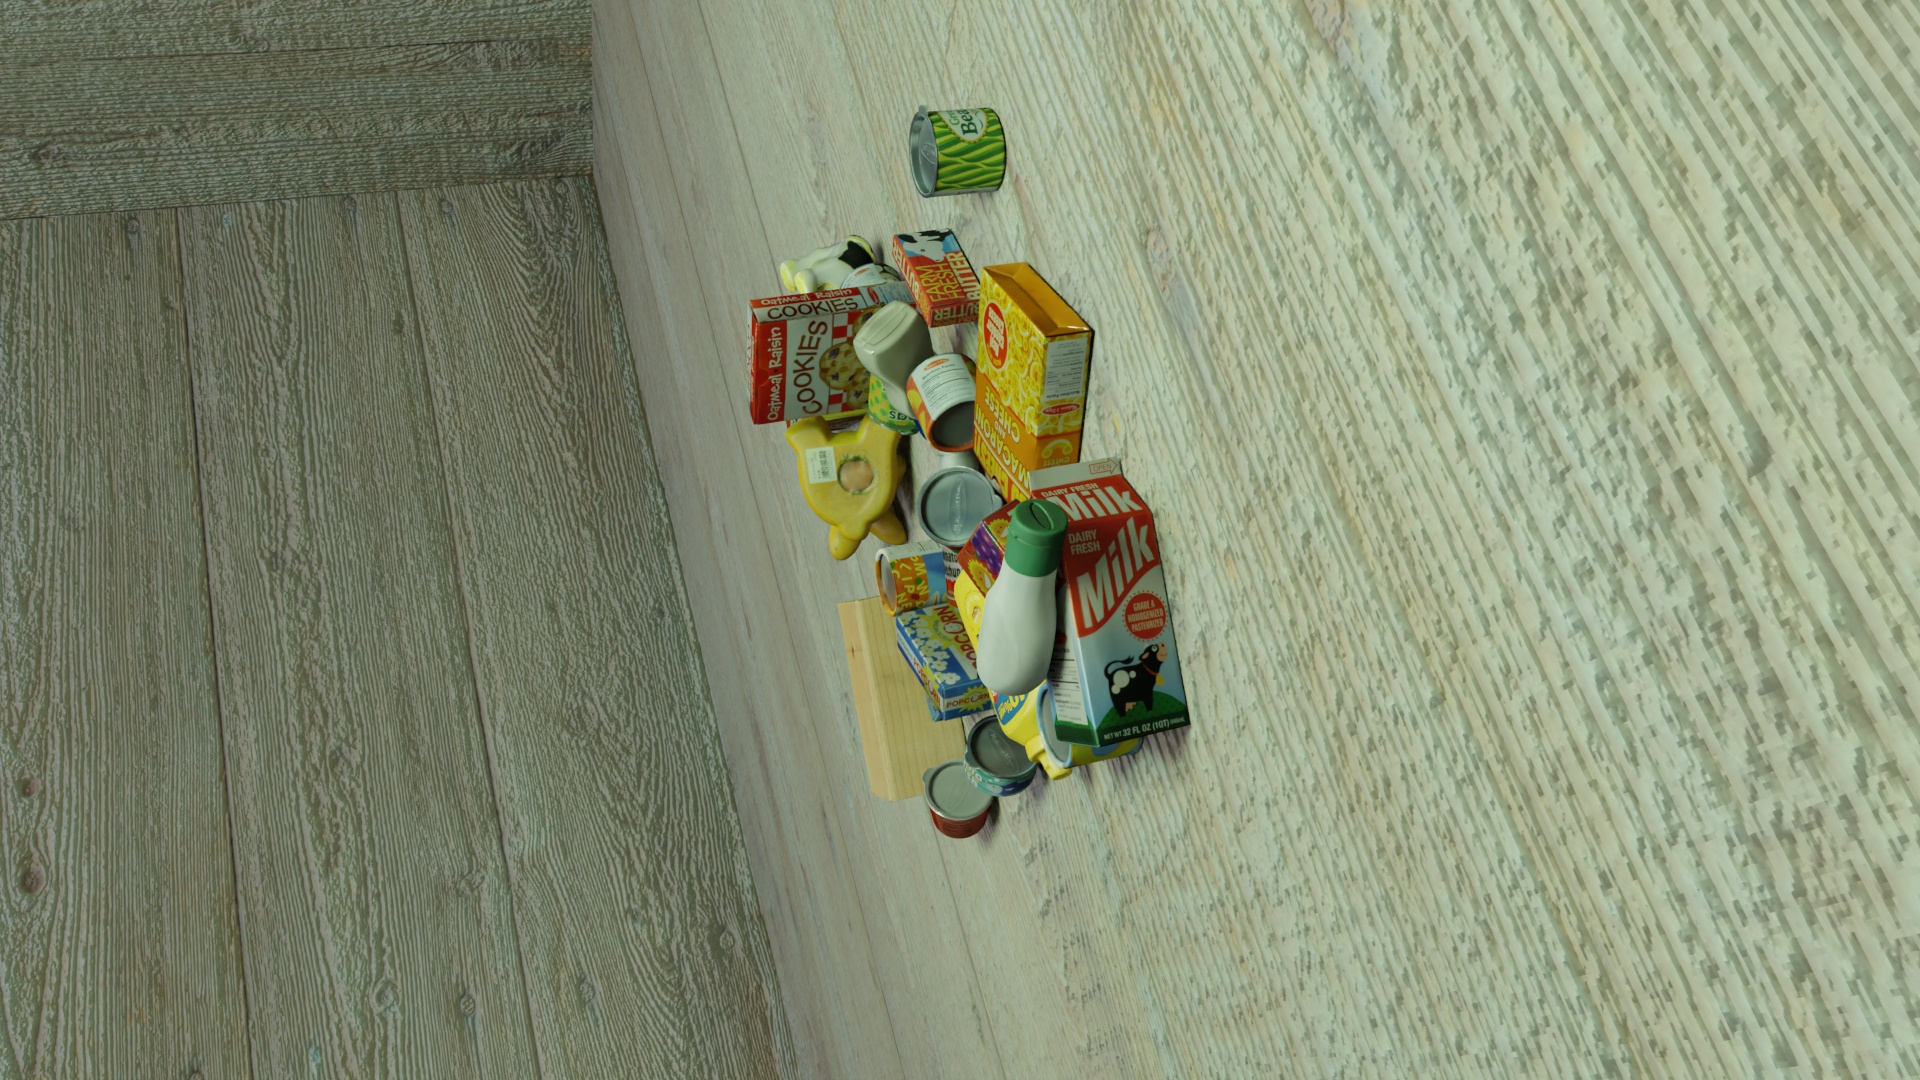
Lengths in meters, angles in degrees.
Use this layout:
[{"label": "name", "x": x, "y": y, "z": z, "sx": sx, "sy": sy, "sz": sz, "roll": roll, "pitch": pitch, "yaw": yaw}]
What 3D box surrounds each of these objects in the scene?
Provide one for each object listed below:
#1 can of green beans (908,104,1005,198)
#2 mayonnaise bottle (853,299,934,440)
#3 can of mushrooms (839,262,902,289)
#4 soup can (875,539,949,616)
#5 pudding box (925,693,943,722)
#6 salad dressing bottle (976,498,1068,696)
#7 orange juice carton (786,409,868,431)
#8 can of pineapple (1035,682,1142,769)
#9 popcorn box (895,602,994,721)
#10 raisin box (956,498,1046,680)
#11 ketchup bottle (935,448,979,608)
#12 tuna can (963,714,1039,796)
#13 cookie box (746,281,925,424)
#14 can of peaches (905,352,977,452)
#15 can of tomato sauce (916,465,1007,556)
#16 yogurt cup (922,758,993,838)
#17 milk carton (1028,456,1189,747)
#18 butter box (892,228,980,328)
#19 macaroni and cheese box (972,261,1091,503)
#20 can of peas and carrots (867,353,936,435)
[{"label": "can of green beans", "x": -0.003, "y": -0.305, "z": 1.092, "sx": 0.071, "sy": 0.058, "sz": 0.071, "roll": 171, "pitch": 89, "yaw": -72}, {"label": "mayonnaise bottle", "x": -0.042, "y": -0.143, "z": 1.226, "sx": 0.041, "sy": 0.065, "sz": 0.147, "roll": 36, "pitch": 166, "yaw": 34}, {"label": "can of mushrooms", "x": -0.081, "y": -0.232, "z": 1.351, "sx": 0.033, "sy": 0.071, "sz": 0.070, "roll": -119, "pitch": 27, "yaw": -43}, {"label": "soup can", "x": -0.030, "y": 0.035, "z": 1.304, "sx": 0.071, "sy": 0.084, "sz": 0.071, "roll": 171, "pitch": 89, "yaw": -71}, {"label": "pudding box", "x": 0.001, "y": 0.143, "z": 1.321, "sx": 0.083, "sy": 0.050, "sz": 0.030, "roll": 117, "pitch": 141, "yaw": -61}, {"label": "salad dressing bottle", "x": 0.042, "y": 0.039, "z": 0.929, "sx": 0.064, "sy": 0.044, "sz": 0.146, "roll": -119, "pitch": 28, "yaw": -43}, {"label": "orange juice carton", "x": -0.159, "y": -0.164, "z": 1.597, "sx": 0.192, "sy": 0.073, "sz": 0.071, "roll": 172, "pitch": 88, "yaw": -72}, {"label": "can of pineapple", "x": 0.094, "y": 0.130, "z": 1.027, "sx": 0.071, "sy": 0.058, "sz": 0.071, "roll": 172, "pitch": 89, "yaw": -71}, {"label": "popcorn box", "x": 0.002, "y": 0.103, "z": 1.241, "sx": 0.127, "sy": 0.085, "sz": 0.038, "roll": -128, "pitch": 33, "yaw": -54}, {"label": "raisin box", "x": 0.055, "y": 0.039, "z": 1.060, "sx": 0.123, "sy": 0.040, "sz": 0.085, "roll": 53, "pitch": 157, "yaw": 10}, {"label": "ketchup bottle", "x": 0.004, "y": -0.016, "z": 1.240, "sx": 0.065, "sy": 0.043, "sz": 0.148, "roll": -166, "pitch": 68, "yaw": -68}, {"label": "tuna can", "x": 0.034, "y": 0.189, "z": 1.213, "sx": 0.032, "sy": 0.071, "sz": 0.071, "roll": 100, "pitch": 153, "yaw": -48}, {"label": "cookie box", "x": -0.118, "y": -0.178, "z": 1.322, "sx": 0.122, "sy": 0.168, "sz": 0.040, "roll": 99, "pitch": 153, "yaw": -44}, {"label": "can of peaches", "x": -0.006, "y": -0.116, "z": 1.188, "sx": 0.070, "sy": 0.071, "sz": 0.058, "roll": 102, "pitch": 151, "yaw": -47}, {"label": "can of tomato sauce", "x": 0.007, "y": -0.022, "z": 1.155, "sx": 0.083, "sy": 0.071, "sz": 0.071, "roll": 39, "pitch": -144, "yaw": -76}, {"label": "yogurt cup", "x": -0.001, "y": 0.256, "z": 1.365, "sx": 0.053, "sy": 0.072, "sz": 0.073, "roll": 90, "pitch": 161, "yaw": -49}, {"label": "milk carton", "x": 0.095, "y": 0.040, "z": 0.960, "sx": 0.073, "sy": 0.072, "sz": 0.190, "roll": 167, "pitch": 92, "yaw": -70}, {"label": "butter box", "x": -0.018, "y": -0.225, "z": 1.185, "sx": 0.024, "sy": 0.053, "sz": 0.104, "roll": 99, "pitch": 154, "yaw": -48}, {"label": "macaroni and cheese box", "x": 0.050, "y": -0.111, "z": 1.063, "sx": 0.124, "sy": 0.040, "sz": 0.165, "roll": -123, "pitch": 29, "yaw": -49}, {"label": "can of peas and carrots", "x": -0.053, "y": -0.143, "z": 1.306, "sx": 0.071, "sy": 0.071, "sz": 0.058, "roll": -119, "pitch": 27, "yaw": -44}]
